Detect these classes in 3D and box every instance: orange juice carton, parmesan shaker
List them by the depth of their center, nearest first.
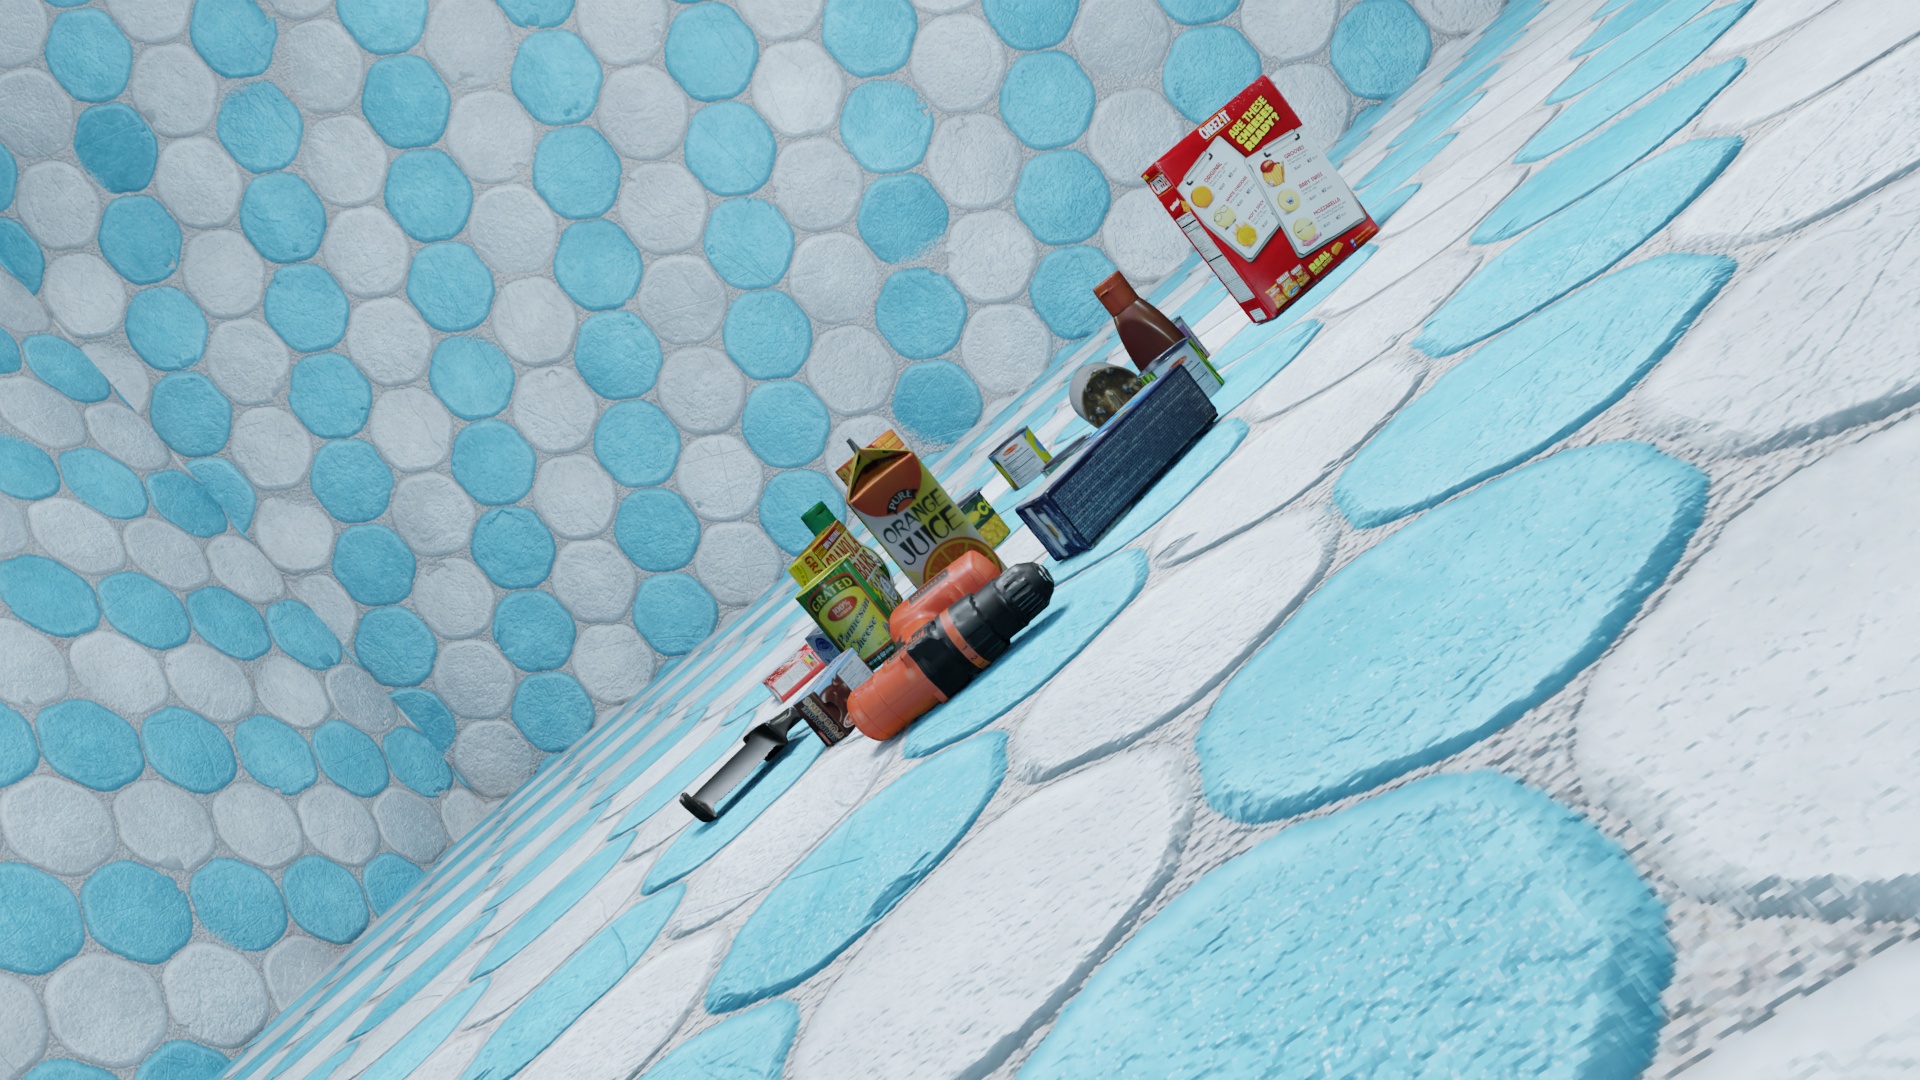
[{"bbox_3d":[-0.038,-0.014,1.214,0.073,0.192,0.072,-40,6,-3],"label":"orange juice carton"},{"bbox_3d":[-0.104,0.073,1.378,0.071,0.103,0.071,-39,6,5],"label":"parmesan shaker"}]

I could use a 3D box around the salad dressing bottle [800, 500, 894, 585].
[{"bbox_3d":[-0.148,0.016,1.803,0.064,0.147,0.044,-43,7,-31],"label":"salad dressing bottle"}]

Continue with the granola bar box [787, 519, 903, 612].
[{"bbox_3d":[-0.126,0.049,1.563,0.039,0.124,0.166,-38,7,12],"label":"granola bar box"}]

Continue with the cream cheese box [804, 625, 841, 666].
[{"bbox_3d":[-0.127,0.112,1.459,0.024,0.053,0.103,-42,7,-21],"label":"cream cheese box"}]

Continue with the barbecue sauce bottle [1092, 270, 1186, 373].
[{"bbox_3d":[0.202,-0.224,1.507,0.064,0.148,0.044,-33,9,43],"label":"barbecue sauce bottle"}]

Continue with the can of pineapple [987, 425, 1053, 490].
[{"bbox_3d":[0.078,-0.106,1.785,0.071,0.058,0.071,-39,6,5],"label":"can of pineapple"}]

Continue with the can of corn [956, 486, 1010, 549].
[{"bbox_3d":[0.014,-0.014,1.515,0.071,0.058,0.071,-39,6,5],"label":"can of corn"}]

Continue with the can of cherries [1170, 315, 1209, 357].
[{"bbox_3d":[0.246,-0.219,1.624,0.071,0.058,0.071,-39,6,5],"label":"can of cherries"}]

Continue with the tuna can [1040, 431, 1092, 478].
[{"bbox_3d":[0.123,-0.084,1.498,0.071,0.033,0.071,-38,7,5],"label":"tuna can"}]

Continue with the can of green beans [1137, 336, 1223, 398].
[{"bbox_3d":[0.219,-0.161,1.382,0.071,0.058,0.071,-39,6,5],"label":"can of green beans"}]

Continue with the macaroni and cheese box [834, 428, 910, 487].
[{"bbox_3d":[-0.071,-0.050,1.746,0.040,0.166,0.123,-43,7,-30],"label":"macaroni and cheese box"}]

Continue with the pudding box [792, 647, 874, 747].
[{"bbox_3d":[-0.104,0.134,1.199,0.030,0.049,0.084,-35,7,31],"label":"pudding box"}]

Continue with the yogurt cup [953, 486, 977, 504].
[{"bbox_3d":[0.006,-0.020,1.619,0.072,0.054,0.072,-38,6,5],"label":"yogurt cup"}]
